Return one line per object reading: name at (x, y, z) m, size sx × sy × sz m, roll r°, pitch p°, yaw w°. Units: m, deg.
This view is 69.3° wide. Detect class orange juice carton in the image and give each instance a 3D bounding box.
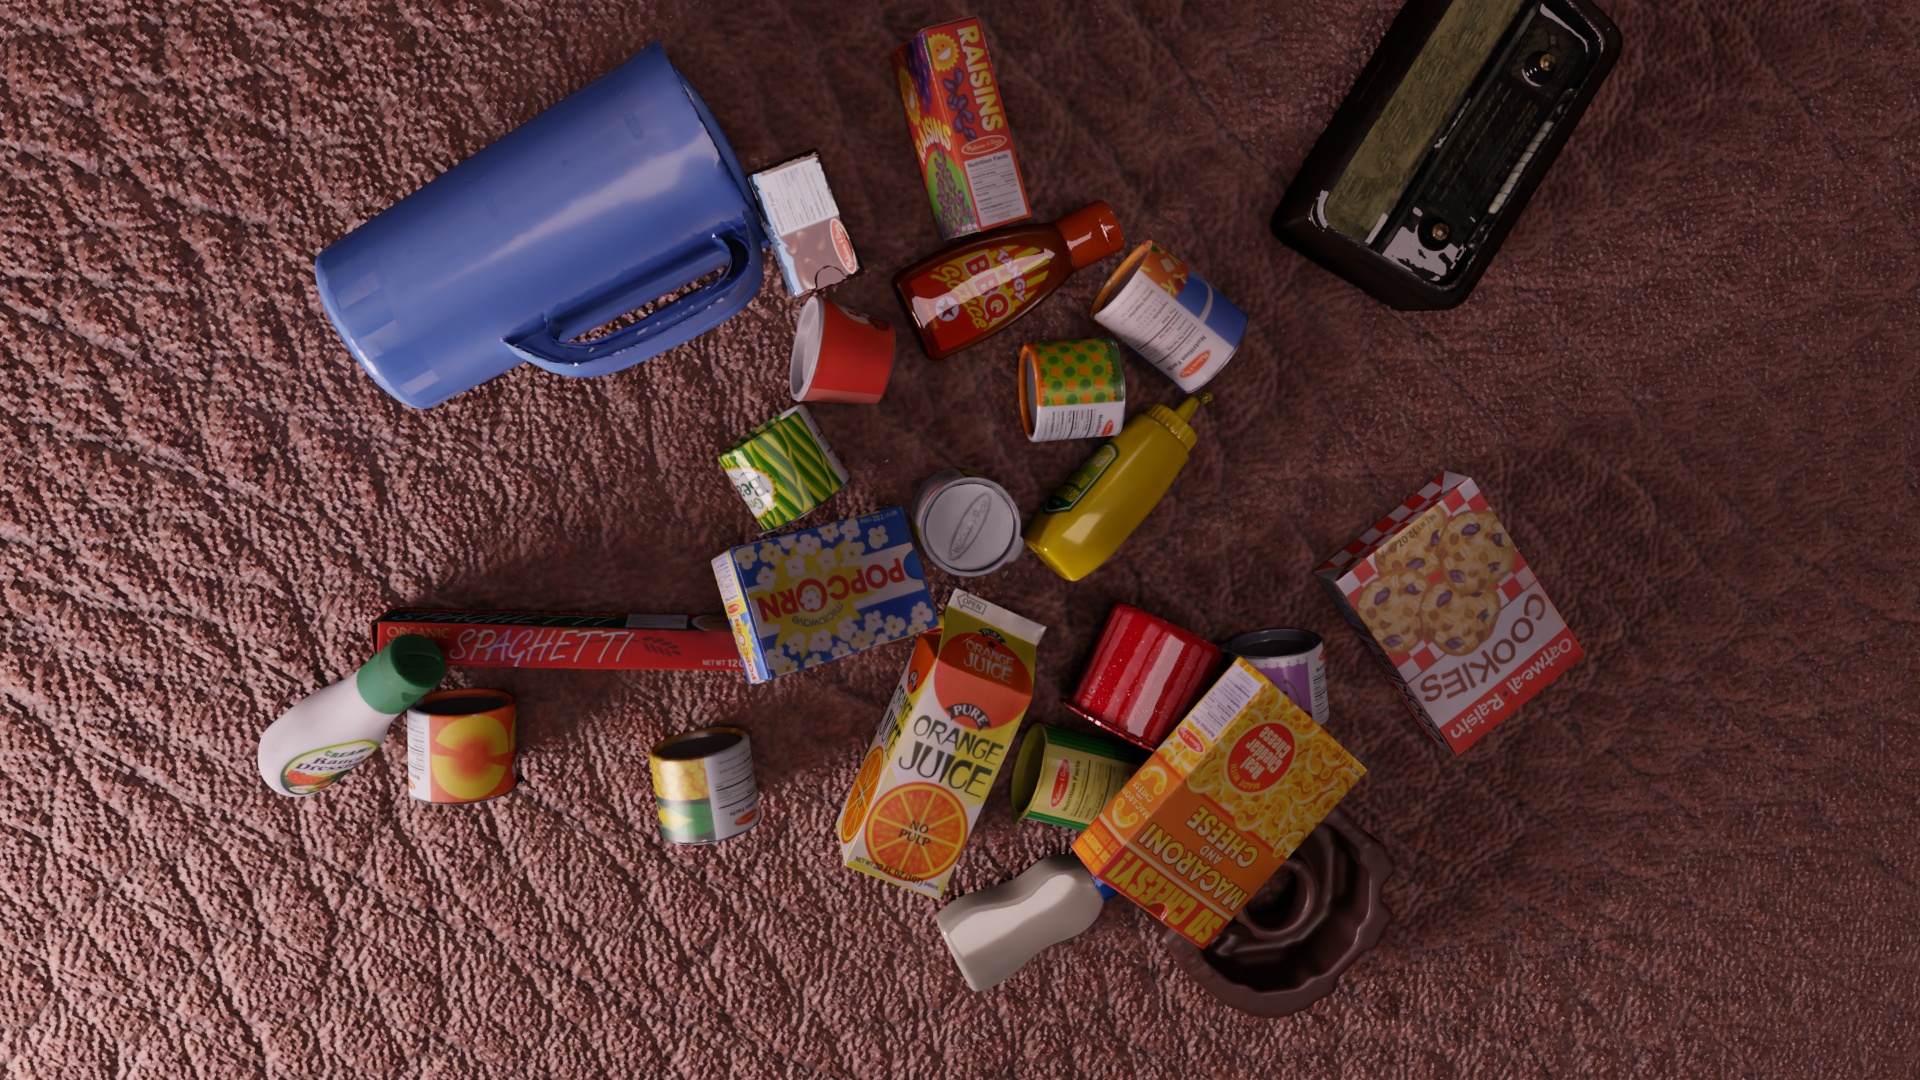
orange juice carton at (-0.011, 0.131, 0.933) m, size 0.072 × 0.073 × 0.192 m, roll 23°, pitch 94°, yaw -13°

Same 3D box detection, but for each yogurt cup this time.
yogurt cup at (-0.075, -0.118, 0.888) m, size 0.054 × 0.072 × 0.072 m, roll 10°, pitch 98°, yaw -19°

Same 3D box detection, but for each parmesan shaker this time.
parmesan shaker at (0.093, 0.173, 0.962) m, size 0.103 × 0.071 × 0.071 m, roll 16°, pitch 96°, yaw -13°

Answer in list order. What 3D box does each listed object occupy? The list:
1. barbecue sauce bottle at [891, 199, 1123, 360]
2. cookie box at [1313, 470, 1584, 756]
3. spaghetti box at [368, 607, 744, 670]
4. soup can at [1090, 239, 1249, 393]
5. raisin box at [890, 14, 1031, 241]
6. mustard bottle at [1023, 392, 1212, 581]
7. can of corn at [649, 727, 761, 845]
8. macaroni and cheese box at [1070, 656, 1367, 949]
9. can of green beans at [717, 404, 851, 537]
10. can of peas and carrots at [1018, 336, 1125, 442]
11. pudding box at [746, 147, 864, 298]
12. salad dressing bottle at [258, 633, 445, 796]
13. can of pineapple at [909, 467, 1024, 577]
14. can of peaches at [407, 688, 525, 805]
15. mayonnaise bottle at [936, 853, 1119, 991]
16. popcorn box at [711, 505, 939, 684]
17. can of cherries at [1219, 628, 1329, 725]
barbecue sauce bottle at (0.033, -0.175, 0.907) m, size 0.149 × 0.044 × 0.064 m, roll -26°, pitch 106°, yaw -5°
cookie box at (0.354, 0.054, 1.002) m, size 0.123 × 0.040 × 0.167 m, roll -38°, pitch 103°, yaw -2°
spaghetti box at (-0.243, 0.063, 0.894) m, size 0.250 × 0.050 × 0.028 m, roll 2°, pitch 98°, yaw -10°
soup can at (0.138, -0.150, 0.920) m, size 0.084 × 0.071 × 0.071 m, roll 36°, pitch 92°, yaw -13°
raisin box at (-0.002, -0.254, 0.866) m, size 0.040 × 0.086 × 0.123 m, roll -19°, pitch 102°, yaw -12°
mustard bottle at (0.112, -0.045, 0.934) m, size 0.048 × 0.065 × 0.160 m, roll 45°, pitch 84°, yaw -19°
can of corn at (-0.170, 0.160, 0.915) m, size 0.071 × 0.071 × 0.058 m, roll -8°, pitch 100°, yaw -8°
macaroni and cheese box at (0.172, 0.175, 0.913) m, size 0.166 × 0.040 × 0.123 m, roll -49°, pitch 122°, yaw 2°
can of green beans at (-0.113, -0.046, 0.890) m, size 0.071 × 0.071 × 0.057 m, roll -32°, pitch 103°, yaw -3°
can of peas and carrots at (0.072, -0.101, 0.916) m, size 0.059 × 0.071 × 0.070 m, roll -5°, pitch 100°, yaw -8°
pudding box at (-0.099, -0.201, 0.887) m, size 0.050 × 0.030 × 0.083 m, roll -23°, pitch 102°, yaw -7°
salad dressing bottle at (-0.371, 0.106, 0.847) m, size 0.147 × 0.064 × 0.044 m, roll -35°, pitch 66°, yaw 28°
can of pineapple at (0.003, -0.012, 0.921) m, size 0.071 × 0.058 × 0.071 m, roll -2°, pitch 100°, yaw -9°
can of peaches at (-0.314, 0.130, 0.885) m, size 0.071 × 0.071 × 0.058 m, roll 0°, pitch 99°, yaw -10°
mayonnaise bottle at (0.060, 0.257, 0.984) m, size 0.148 × 0.041 × 0.064 m, roll -27°, pitch 104°, yaw -6°
popcorn box at (-0.086, 0.034, 0.889) m, size 0.127 × 0.038 × 0.085 m, roll -16°, pitch 86°, yaw -31°
can of cherries at (0.220, 0.099, 0.974) m, size 0.071 × 0.071 × 0.058 m, roll -10°, pitch 102°, yaw -8°
